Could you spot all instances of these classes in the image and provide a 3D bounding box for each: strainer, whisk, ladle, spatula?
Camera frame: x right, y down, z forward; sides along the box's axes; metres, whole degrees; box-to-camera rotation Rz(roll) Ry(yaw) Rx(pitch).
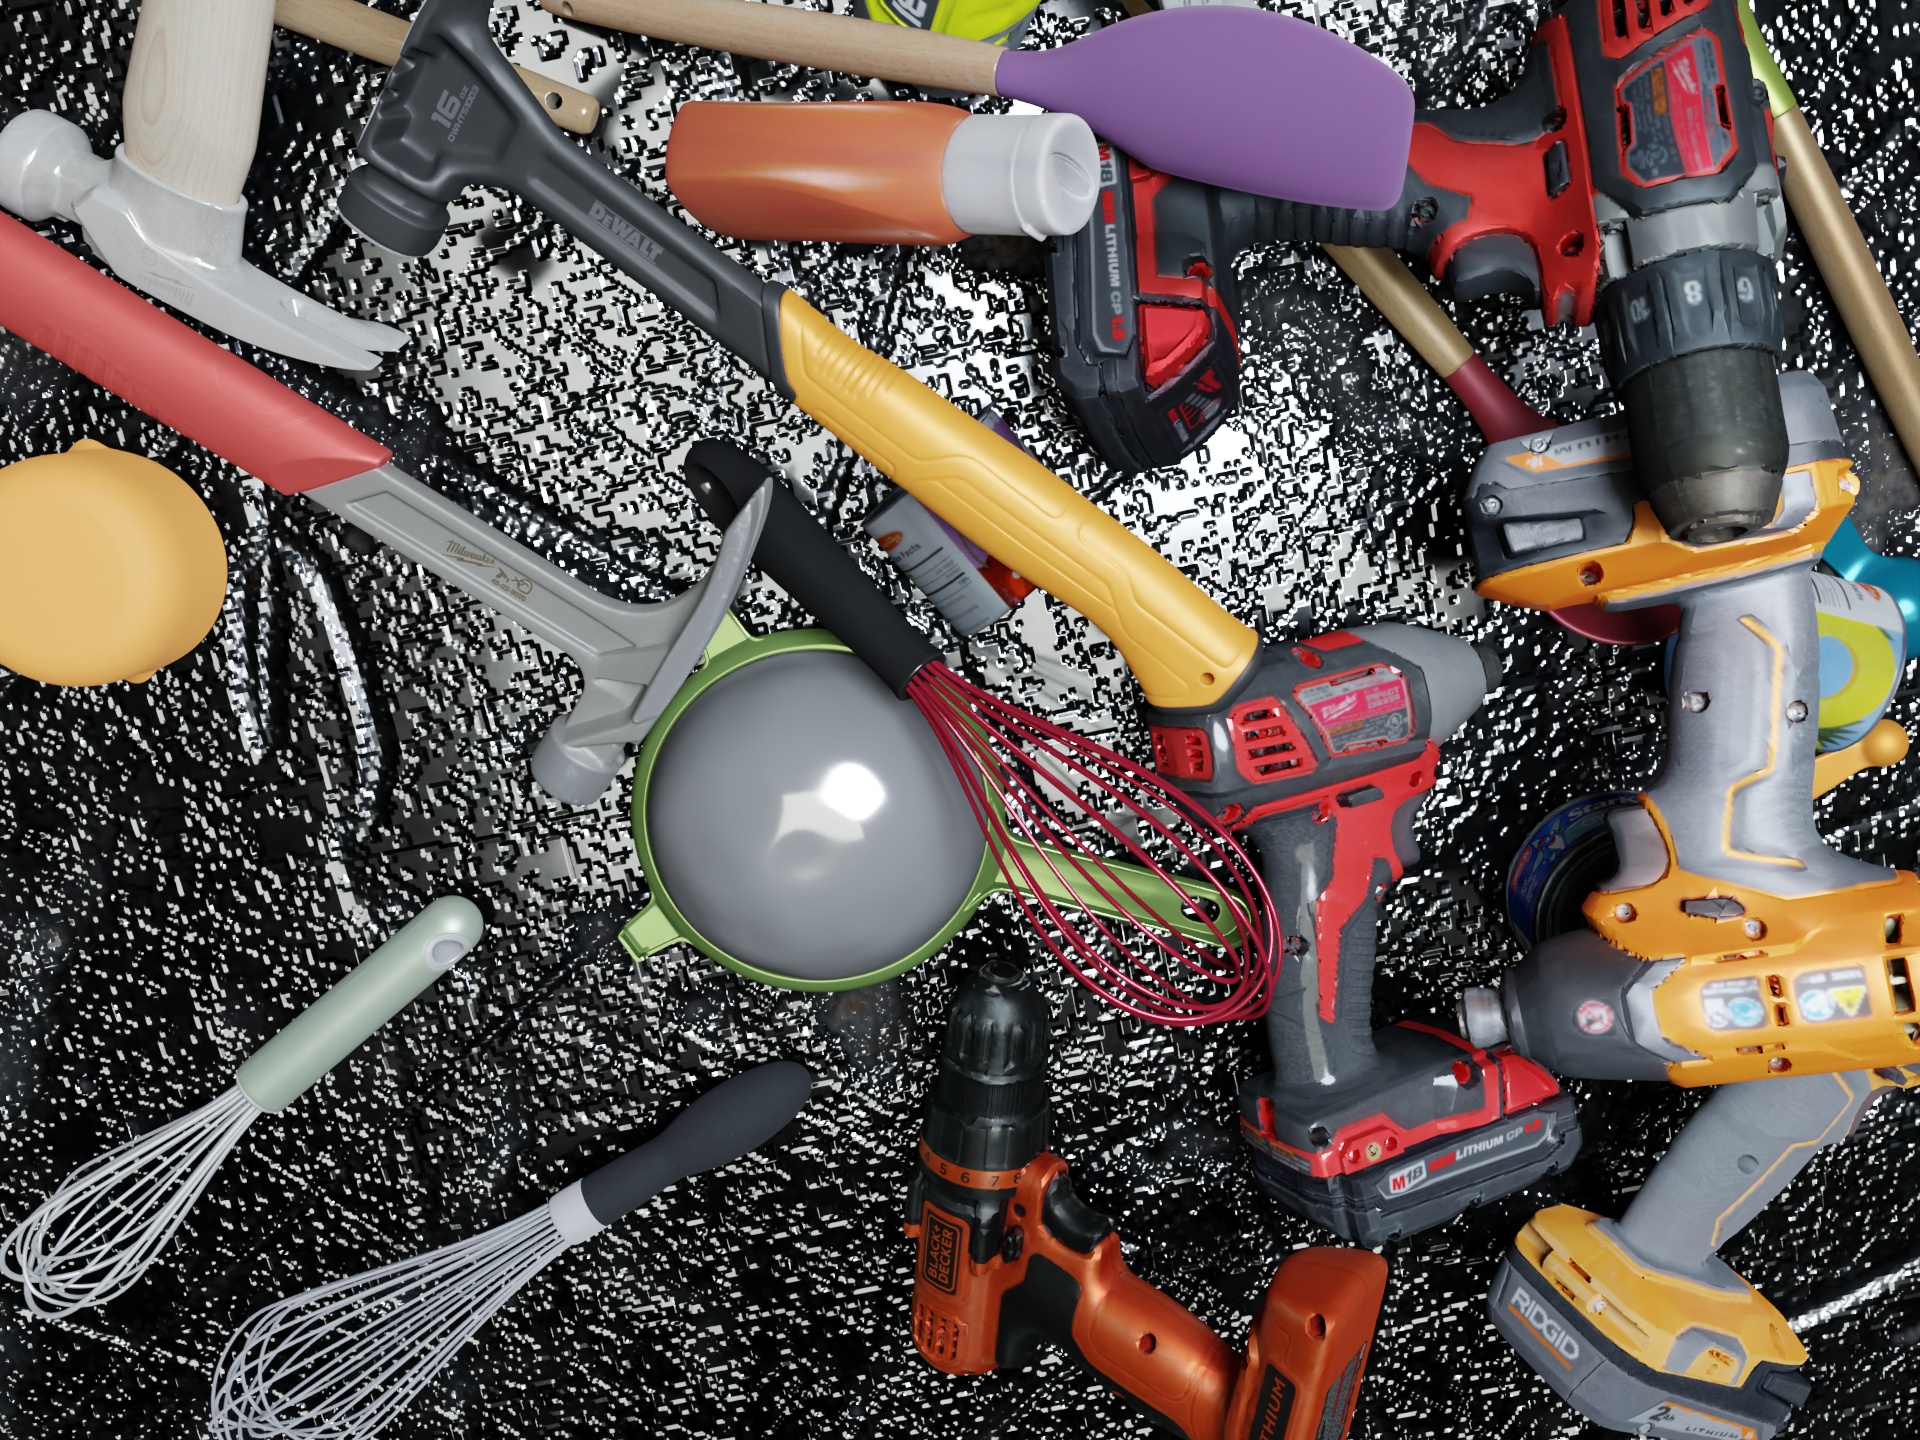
[{"bbox_3d":[-0.005,0.056,0.615,0.256,0.069,0.151,14,101,-3],"label":"strainer"},{"bbox_3d":[-0.289,0.153,0.643,0.246,0.059,0.057,-40,137,3],"label":"whisk"},{"bbox_3d":[0.316,-0.199,0.579,0.078,0.062,0.320,-33,103,0],"label":"ladle"},{"bbox_3d":[-0.185,0.218,0.654,0.284,0.070,0.070,-32,101,0],"label":"whisk"},{"bbox_3d":[0.170,-0.152,0.599,0.069,0.031,0.315,-42,98,13],"label":"ladle"},{"bbox_3d":[-0.009,-0.217,0.518,0.316,0.018,0.059,18,145,21],"label":"spatula"},{"bbox_3d":[-0.001,-0.002,0.569,0.296,0.073,0.073,45,98,15],"label":"whisk"}]

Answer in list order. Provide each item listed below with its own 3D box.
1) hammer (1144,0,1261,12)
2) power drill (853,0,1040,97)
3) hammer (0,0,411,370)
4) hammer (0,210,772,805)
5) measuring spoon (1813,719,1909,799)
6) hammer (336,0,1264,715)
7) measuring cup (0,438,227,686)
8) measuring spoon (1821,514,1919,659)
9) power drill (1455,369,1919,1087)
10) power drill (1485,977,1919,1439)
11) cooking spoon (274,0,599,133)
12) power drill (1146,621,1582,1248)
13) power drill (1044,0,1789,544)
[{"bbox_3d":[0.194,-0.334,0.528,0.331,0.128,0.033,-34,70,-4],"label":"hammer"},{"bbox_3d":[-0.051,-0.316,0.480,0.228,0.190,0.080,40,77,-3],"label":"power drill"},{"bbox_3d":[-0.193,-0.294,0.464,0.146,0.038,0.410,27,127,-7],"label":"hammer"},{"bbox_3d":[-0.248,-0.114,0.558,0.359,0.037,0.149,32,117,-9],"label":"hammer"},{"bbox_3d":[0.333,0.034,0.648,0.117,0.011,0.021,-29,101,6],"label":"measuring spoon"},{"bbox_3d":[-0.033,-0.115,0.517,0.336,0.034,0.127,36,120,-10],"label":"hammer"},{"bbox_3d":[-0.370,-0.051,0.591,0.173,0.052,0.095,-7,102,-2],"label":"measuring cup"},{"bbox_3d":[0.344,-0.072,0.621,0.042,0.021,0.128,-44,101,7],"label":"measuring spoon"},{"bbox_3d":[0.239,0.012,0.546,0.164,0.084,0.226,-12,85,19],"label":"power drill"},{"bbox_3d":[0.334,0.175,0.635,0.185,0.084,0.226,21,101,-28],"label":"power drill"},{"bbox_3d":[-0.283,-0.272,0.566,0.319,0.017,0.068,19,101,-5],"label":"cooking spoon"},{"bbox_3d":[0.160,0.073,0.614,0.143,0.078,0.219,-15,97,-19],"label":"power drill"},{"bbox_3d":[0.147,-0.138,0.519,0.227,0.080,0.188,-7,77,17],"label":"power drill"}]
